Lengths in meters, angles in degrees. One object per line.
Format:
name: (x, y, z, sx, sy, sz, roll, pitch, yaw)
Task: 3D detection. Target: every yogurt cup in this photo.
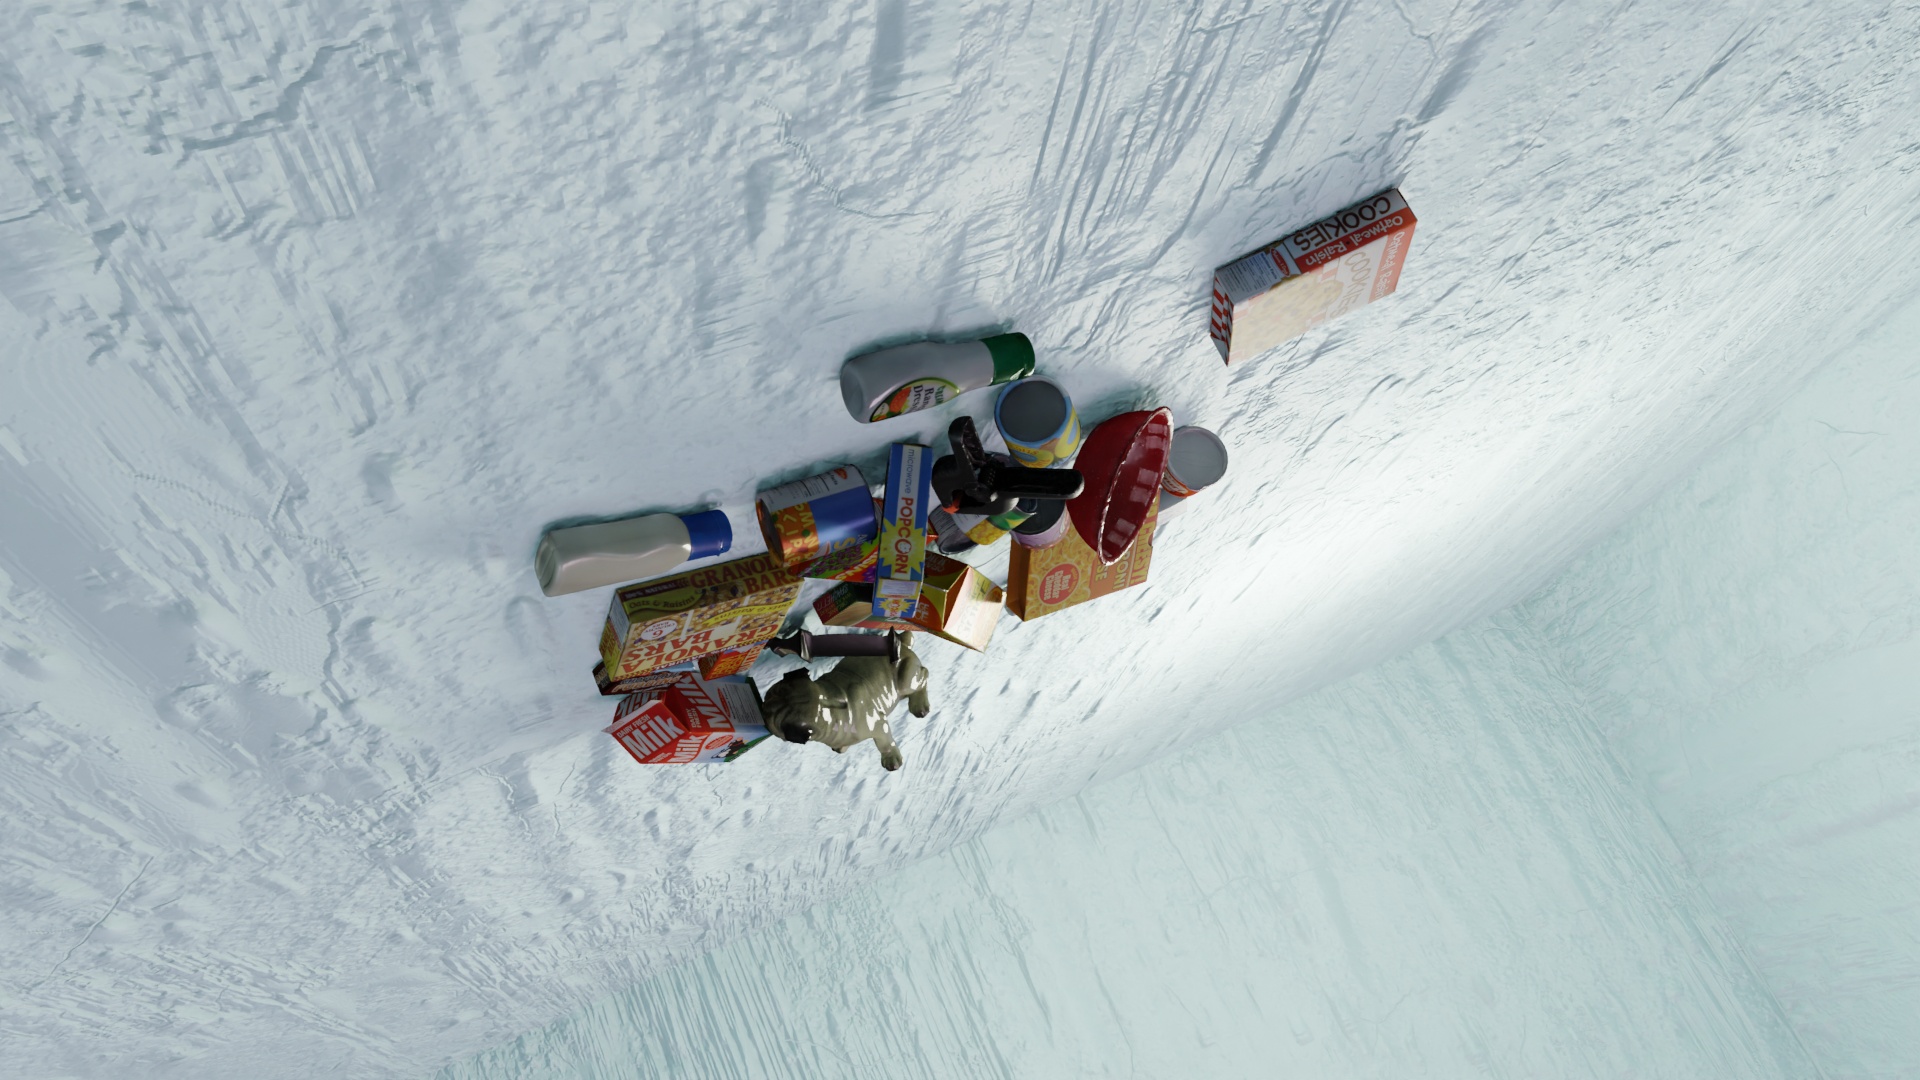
yogurt cup: (0.237, -0.078, 1.439, 0.072, 0.072, 0.053, -20, 167, -16)

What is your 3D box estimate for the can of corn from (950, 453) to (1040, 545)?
can of corn: (0.031, -0.037, 1.282, 0.058, 0.071, 0.071, -36, 158, 28)

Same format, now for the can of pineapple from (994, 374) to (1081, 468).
can of pineapple: (0.064, -0.098, 1.168, 0.071, 0.071, 0.057, -27, 159, 4)

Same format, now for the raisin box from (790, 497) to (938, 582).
raisin box: (-0.090, 0.000, 1.267, 0.086, 0.040, 0.123, -36, 159, 24)

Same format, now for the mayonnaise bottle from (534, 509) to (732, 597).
mayonnaise bottle: (-0.252, 0.006, 1.081, 0.148, 0.041, 0.064, -13, 158, -35)

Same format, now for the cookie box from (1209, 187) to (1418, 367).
cookie box: (0.297, -0.222, 1.185, 0.167, 0.040, 0.122, -25, 160, -1)

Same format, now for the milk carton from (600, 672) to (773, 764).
milk carton: (-0.284, 0.185, 1.442, 0.072, 0.073, 0.190, -33, 159, 19)

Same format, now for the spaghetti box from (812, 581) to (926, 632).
spaghetti box: (-0.064, 0.073, 1.500, 0.050, 0.029, 0.250, -34, 159, 23)

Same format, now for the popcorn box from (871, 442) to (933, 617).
popcorn box: (-0.049, -0.008, 1.170, 0.038, 0.127, 0.085, 7, 155, -5)

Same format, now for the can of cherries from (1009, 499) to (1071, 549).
can of cherries: (0.075, -0.029, 1.353, 0.071, 0.071, 0.058, -27, 160, 2)

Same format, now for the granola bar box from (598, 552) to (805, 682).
granola bar box: (-0.235, 0.069, 1.261, 0.166, 0.039, 0.123, -14, 158, -29)

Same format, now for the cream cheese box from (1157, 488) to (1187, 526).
cream cheese box: (0.210, -0.028, 1.590, 0.104, 0.024, 0.053, -26, 160, 1)

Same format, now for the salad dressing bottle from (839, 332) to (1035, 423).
salad dressing bottle: (-0.015, -0.125, 1.037, 0.148, 0.044, 0.064, -16, 159, -26)

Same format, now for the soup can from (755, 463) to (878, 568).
soup can: (-0.118, -0.017, 1.142, 0.084, 0.071, 0.071, -18, 159, -19)

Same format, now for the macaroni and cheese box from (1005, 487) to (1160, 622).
macaroni and cheese box: (0.131, 0.007, 1.475, 0.167, 0.040, 0.123, -16, 127, -28)

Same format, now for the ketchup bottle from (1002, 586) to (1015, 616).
ketchup bottle: (0.121, 0.050, 1.649, 0.149, 0.043, 0.064, -18, 159, -20)

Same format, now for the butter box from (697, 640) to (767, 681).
butter box: (-0.224, 0.104, 1.388, 0.053, 0.024, 0.103, -13, 157, -34)

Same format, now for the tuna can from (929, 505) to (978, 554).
tuna can: (0.005, -0.017, 1.351, 0.071, 0.033, 0.071, -23, 160, -9)

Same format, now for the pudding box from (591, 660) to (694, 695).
pudding box: (-0.302, 0.123, 1.328, 0.049, 0.030, 0.084, -38, 157, 28)

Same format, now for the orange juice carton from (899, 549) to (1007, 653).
orange juice carton: (-0.019, 0.057, 1.409, 0.073, 0.072, 0.192, -68, 159, -6)
